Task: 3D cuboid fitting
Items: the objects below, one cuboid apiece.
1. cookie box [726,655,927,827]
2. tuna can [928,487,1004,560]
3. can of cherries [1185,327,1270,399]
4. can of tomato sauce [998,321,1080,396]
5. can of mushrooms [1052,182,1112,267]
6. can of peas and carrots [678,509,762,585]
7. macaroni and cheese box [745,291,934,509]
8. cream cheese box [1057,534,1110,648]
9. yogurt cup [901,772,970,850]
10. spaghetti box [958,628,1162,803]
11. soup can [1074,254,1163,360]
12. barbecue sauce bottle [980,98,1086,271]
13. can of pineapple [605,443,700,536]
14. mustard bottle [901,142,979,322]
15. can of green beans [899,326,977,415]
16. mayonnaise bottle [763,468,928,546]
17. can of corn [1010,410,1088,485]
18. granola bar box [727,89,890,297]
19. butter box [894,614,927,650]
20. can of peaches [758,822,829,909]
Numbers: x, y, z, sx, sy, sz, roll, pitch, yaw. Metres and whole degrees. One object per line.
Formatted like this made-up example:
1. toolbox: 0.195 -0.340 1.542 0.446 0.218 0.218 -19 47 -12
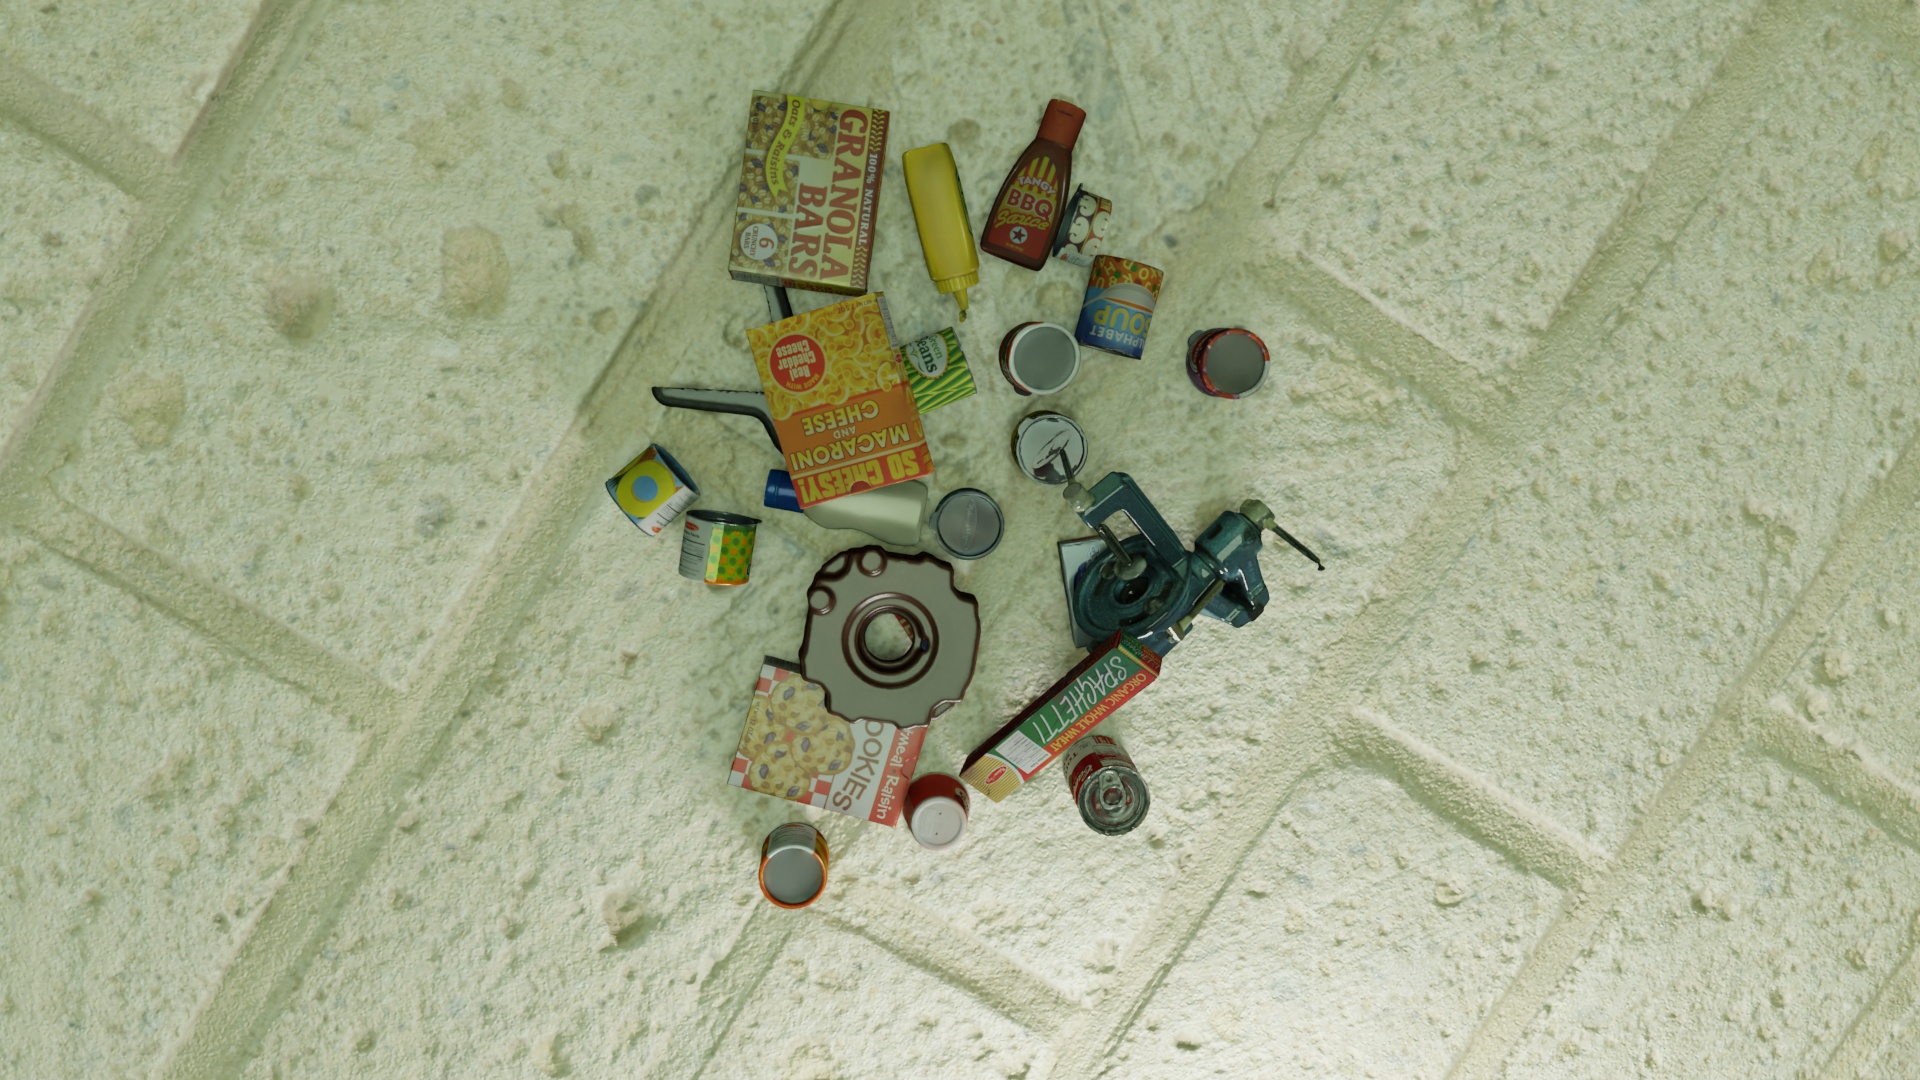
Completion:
1. cookie box: -0.124 0.193 1.328 0.167 0.040 0.122 16 96 -6
2. tuna can: 0.005 -0.016 1.312 0.071 0.033 0.071 -1 98 -4
3. can of cherries: 0.247 -0.167 1.296 0.071 0.058 0.071 -1 99 -5
4. can of tomato sauce: 0.071 -0.166 1.270 0.071 0.083 0.071 -1 98 -4
5. can of mushrooms: 0.112 -0.286 1.264 0.033 0.071 0.071 19 97 -7
6. can of peas and carrots: -0.222 0.006 1.282 0.071 0.071 0.058 9 98 -6
7. macaroni and cheese box: -0.106 -0.123 1.232 0.123 0.040 0.166 -15 97 12
8. cream cheese box: 0.127 0.048 1.335 0.053 0.024 0.103 -10 99 -3
9. yogurt cup: -0.022 0.264 1.340 0.072 0.054 0.072 -1 98 -4
10. spaghetti box: 0.089 0.165 1.280 0.050 0.029 0.248 37 128 -9
11. soup can: 0.146 -0.214 1.275 0.071 0.071 0.083 14 97 -6
12. barbecue sauce bottle: 0.071 -0.325 1.267 0.065 0.044 0.148 21 96 1
13. can of pineapple: -0.282 -0.048 1.269 0.058 0.071 0.071 -40 99 2
14. mustard bottle: -0.013 -0.277 1.260 0.049 0.065 0.159 -14 105 3
15. can of green beans: -0.023 -0.155 1.273 0.058 0.071 0.071 -21 100 -1
16. mayonnaise bottle: -0.107 -0.037 1.297 0.148 0.041 0.064 10 96 -5
17. can of corn: 0.080 -0.089 1.294 0.071 0.058 0.071 -1 99 -4
18. granola bar box: -0.135 -0.309 1.242 0.124 0.039 0.165 7 87 -5
19. butter box: -0.031 0.072 1.326 0.053 0.024 0.103 -33 100 0
20. can of peaches: -0.159 0.315 1.334 0.071 0.058 0.071 -1 98 -4
